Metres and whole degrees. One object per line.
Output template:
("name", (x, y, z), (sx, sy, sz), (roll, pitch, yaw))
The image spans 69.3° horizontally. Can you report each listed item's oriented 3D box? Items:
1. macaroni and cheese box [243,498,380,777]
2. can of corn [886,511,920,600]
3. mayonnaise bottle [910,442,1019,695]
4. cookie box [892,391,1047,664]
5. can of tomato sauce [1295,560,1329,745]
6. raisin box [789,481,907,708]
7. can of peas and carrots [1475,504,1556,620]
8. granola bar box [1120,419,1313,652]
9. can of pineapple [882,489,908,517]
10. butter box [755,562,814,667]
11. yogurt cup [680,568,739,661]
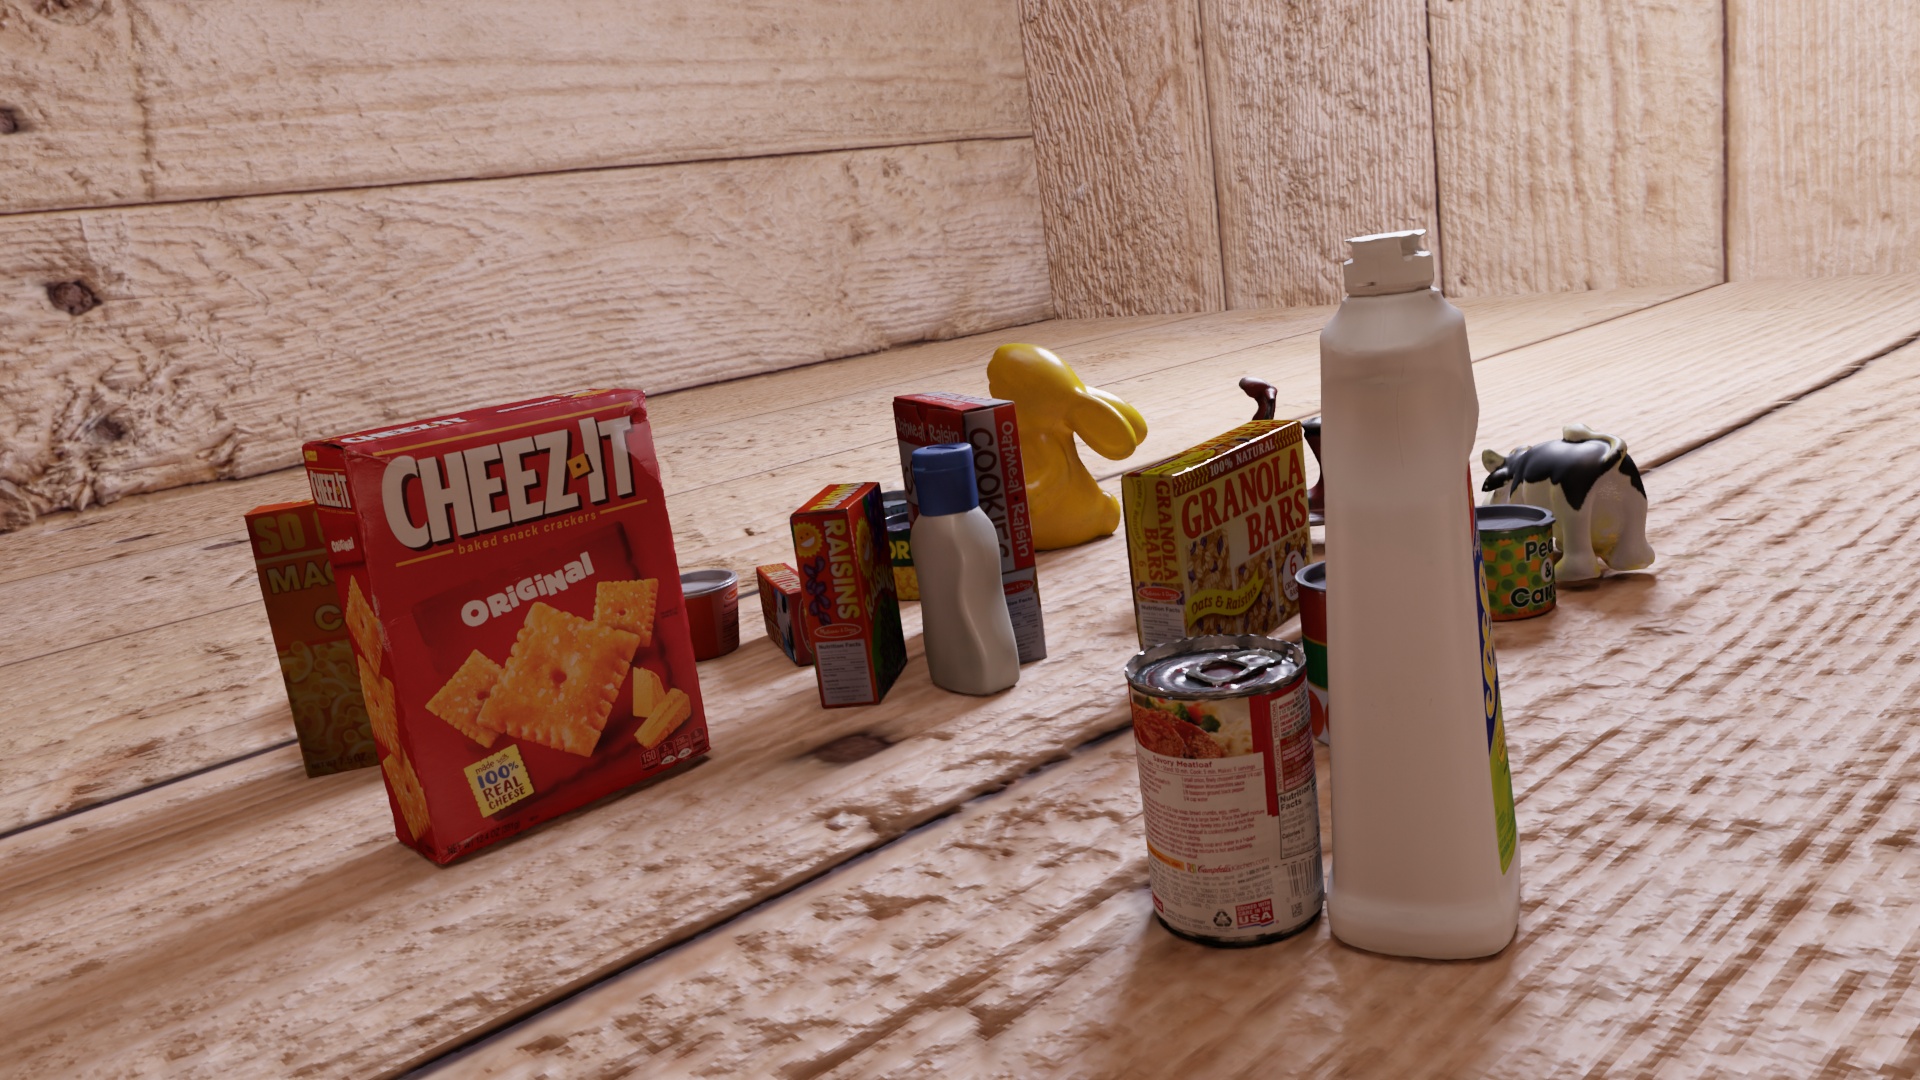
("macaroni and cheese box", (-0.353, 0.051, 0.855), (0.124, 0.166, 0.040), (-10, 12, -10))
("can of corn", (-0.032, 0.011, 1.084), (0.071, 0.058, 0.071), (-7, 12, 2))
("mayonnaise bottle", (-0.001, 0.017, 0.837), (0.041, 0.147, 0.065), (-17, 15, -36))
("cookie box", (0.003, -0.011, 0.914), (0.040, 0.167, 0.123), (-13, 13, -21))
("can of tomato sauce", (0.203, 0.055, 0.693), (0.071, 0.083, 0.071), (-7, 12, 2))
("raisin box", (-0.068, 0.032, 0.867), (0.040, 0.123, 0.086), (-5, 12, 12))
("can of peas and carrots", (0.333, 0.013, 0.855), (0.071, 0.058, 0.071), (-7, 12, 2))
("granola bar box", (0.163, 0.001, 0.860), (0.039, 0.124, 0.166), (2, 16, 39))
("can of pineapple", (-0.058, -0.008, 1.187), (0.071, 0.057, 0.071), (-7, 12, 2))
("butter box", (-0.120, 0.050, 0.978), (0.024, 0.053, 0.103), (-12, 13, -18))
("yogurt cup", (-0.190, 0.054, 0.999), (0.072, 0.053, 0.072), (-7, 12, 2))
